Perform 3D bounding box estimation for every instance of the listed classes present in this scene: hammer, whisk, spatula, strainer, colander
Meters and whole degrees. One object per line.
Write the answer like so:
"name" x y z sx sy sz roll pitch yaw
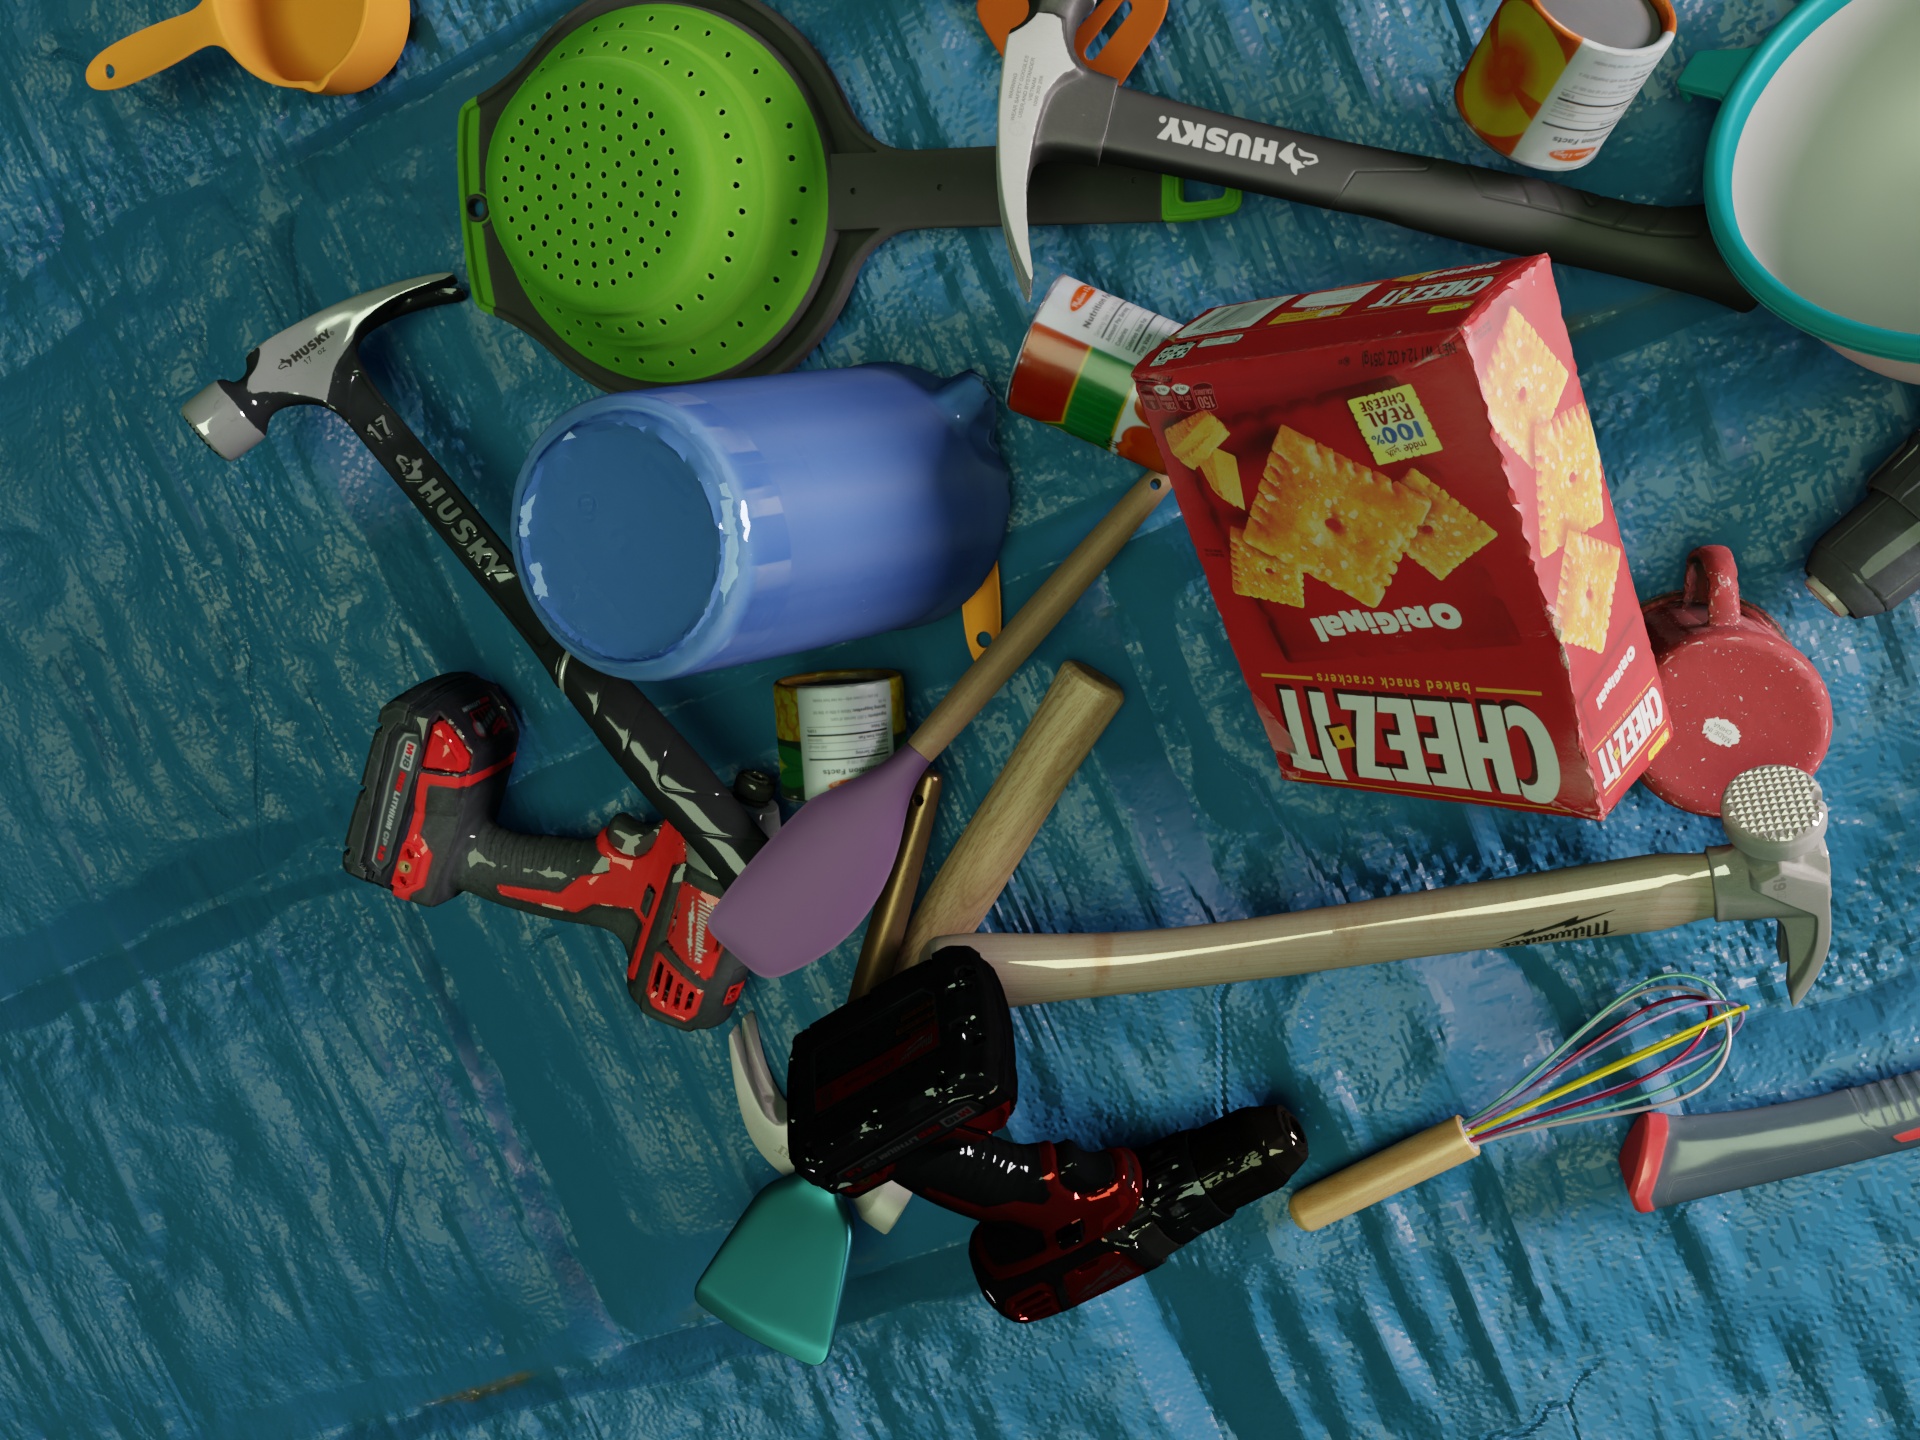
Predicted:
"hammer" -0.015 0.112 0.832 0.130 0.031 0.331 32 107 5
"whisk" 0.266 0.192 0.776 0.245 0.047 0.051 -34 94 22
"hammer" 0.176 -0.223 0.678 0.335 0.035 0.146 13 90 1
"spatula" -0.001 -0.002 0.763 0.060 0.018 0.316 41 91 -2
"strainer" 0.408 -0.147 0.574 0.211 0.095 0.341 -19 59 25
"hammer" 0.174 0.106 0.738 0.410 0.038 0.146 -11 139 21
"spatula" 0.147 -0.391 0.684 0.322 0.041 0.081 -38 93 14
"hammer" -0.202 -0.048 0.797 0.149 0.036 0.409 -40 87 -8
"colander" -0.074 -0.244 0.728 0.397 0.094 0.204 3 104 15
"spatula" -0.059 0.174 0.817 0.082 0.044 0.317 21 105 19
"hammer" 0.500 0.172 0.715 0.386 0.038 0.143 -21 98 17

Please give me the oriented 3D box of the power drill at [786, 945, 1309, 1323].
"power drill" 0.045 0.204 0.774 0.188 0.080 0.226 -32 126 19

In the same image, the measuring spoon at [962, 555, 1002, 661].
"measuring spoon" 0.011 -0.083 0.794 0.021 0.011 0.117 3 107 20

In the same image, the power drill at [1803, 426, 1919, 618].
"power drill" 0.489 -0.057 0.647 0.228 0.080 0.190 46 107 3

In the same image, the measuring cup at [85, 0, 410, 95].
"measuring cup" -0.358 -0.348 0.803 0.173 0.052 0.095 -12 99 18

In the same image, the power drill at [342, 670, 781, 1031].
"power drill" -0.202 0.062 0.846 0.219 0.078 0.143 23 107 5
